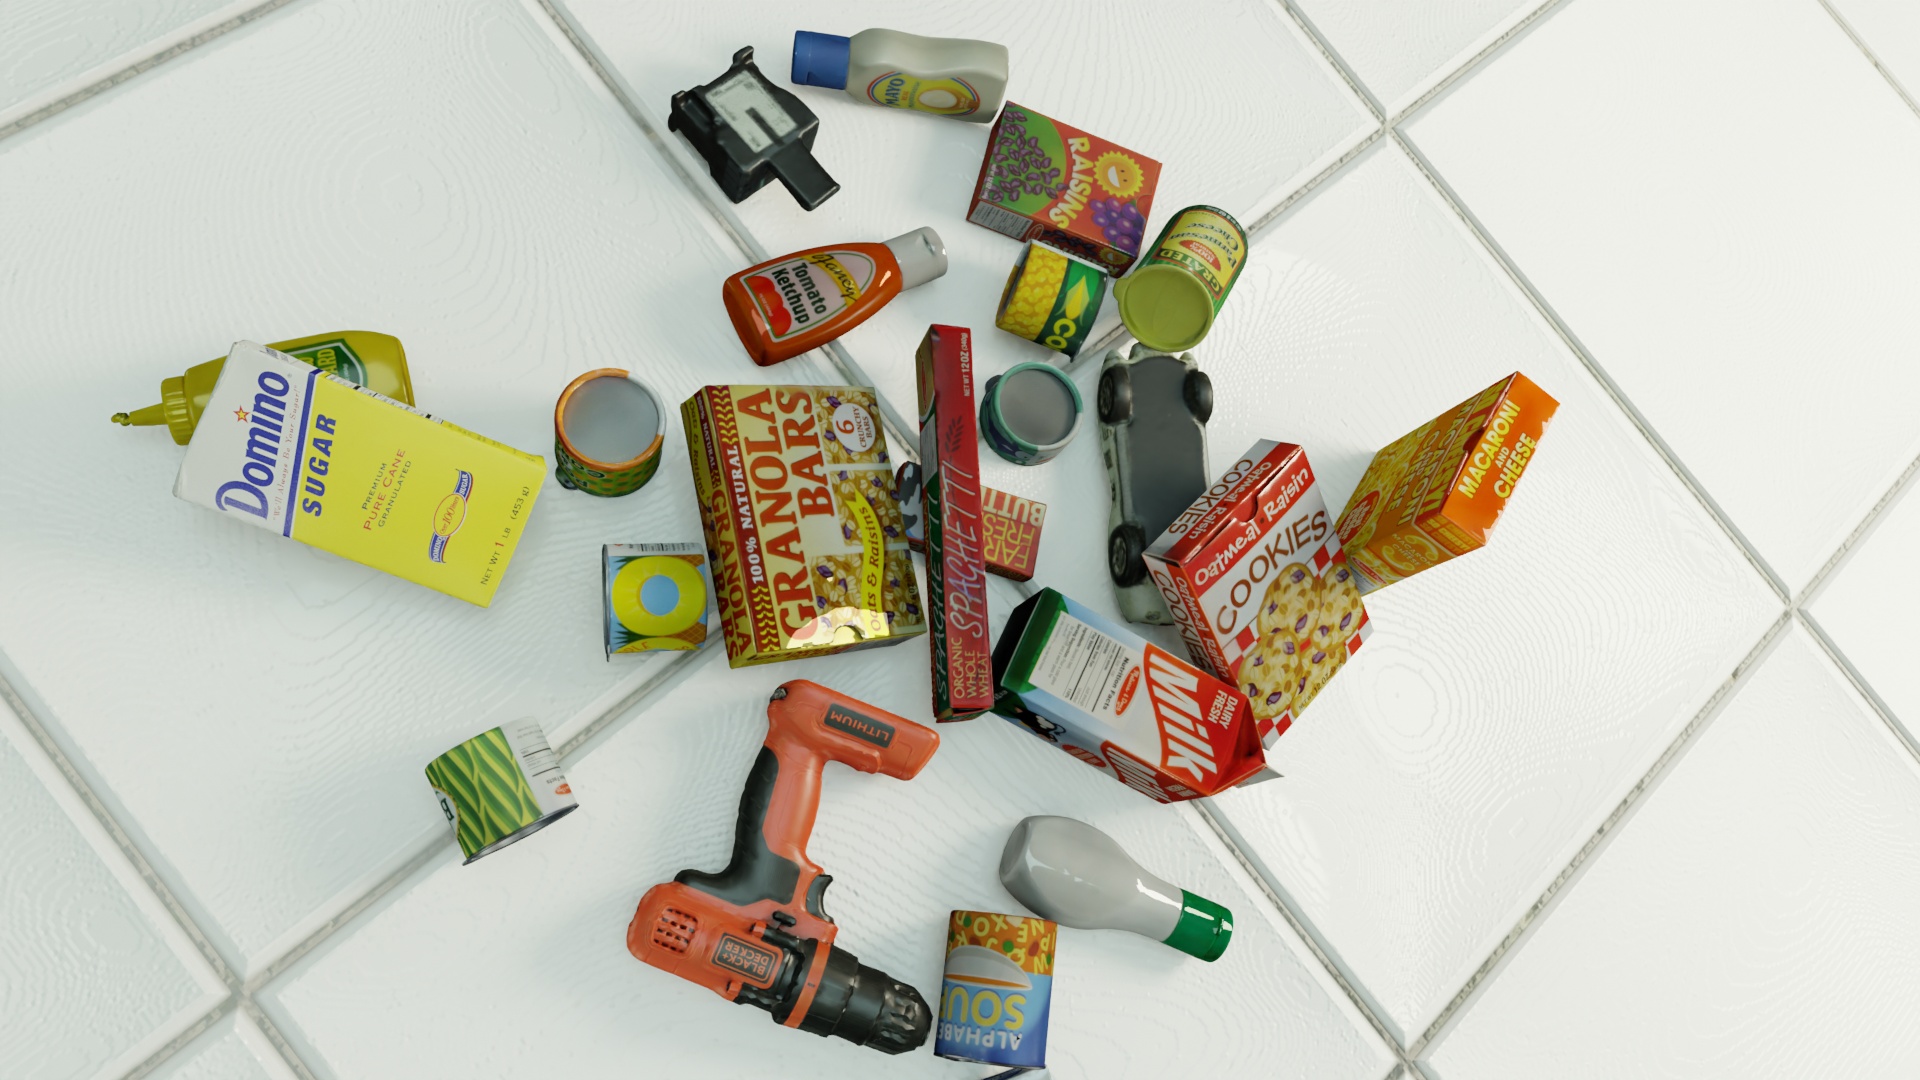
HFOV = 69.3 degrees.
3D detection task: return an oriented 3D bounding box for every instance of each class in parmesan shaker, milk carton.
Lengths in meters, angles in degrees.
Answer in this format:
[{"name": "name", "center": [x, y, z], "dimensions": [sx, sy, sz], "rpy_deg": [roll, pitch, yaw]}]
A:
[{"name": "parmesan shaker", "center": [0.155, -0.186, 0.970], "dimensions": [0.071, 0.071, 0.103], "rpy_deg": [37, 44, -3]}, {"name": "milk carton", "center": [0.112, 0.111, 0.890], "dimensions": [0.190, 0.072, 0.074], "rpy_deg": [28, 69, -6]}]

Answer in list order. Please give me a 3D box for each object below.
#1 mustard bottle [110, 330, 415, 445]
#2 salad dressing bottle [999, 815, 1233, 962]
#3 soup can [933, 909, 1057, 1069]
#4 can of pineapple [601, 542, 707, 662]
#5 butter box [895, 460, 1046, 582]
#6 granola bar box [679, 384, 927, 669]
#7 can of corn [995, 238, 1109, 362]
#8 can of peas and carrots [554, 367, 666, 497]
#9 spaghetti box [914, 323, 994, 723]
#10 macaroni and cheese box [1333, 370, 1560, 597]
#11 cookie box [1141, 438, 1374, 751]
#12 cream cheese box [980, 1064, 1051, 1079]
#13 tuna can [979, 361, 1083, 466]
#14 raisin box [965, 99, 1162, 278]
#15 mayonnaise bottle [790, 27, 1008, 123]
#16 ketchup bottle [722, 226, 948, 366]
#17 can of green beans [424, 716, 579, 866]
[{"name": "mustard bottle", "center": [-0.405, -0.081, 0.808], "dimensions": [0.161, 0.048, 0.065], "rpy_deg": [-13, 84, -19]}, {"name": "salad dressing bottle", "center": [0.099, 0.221, 0.871], "dimensions": [0.148, 0.043, 0.064], "rpy_deg": [25, 61, -9]}, {"name": "soup can", "center": [0.020, 0.265, 0.821], "dimensions": [0.071, 0.071, 0.084], "rpy_deg": [11, 72, -13]}, {"name": "can of pineapple", "center": [-0.183, 0.036, 0.830], "dimensions": [0.058, 0.070, 0.071], "rpy_deg": [-1, 76, -16]}, {"name": "butter box", "center": [0.003, -0.012, 0.918], "dimensions": [0.103, 0.024, 0.053], "rpy_deg": [17, 72, -11]}, {"name": "granola bar box", "center": [-0.095, -0.013, 0.849], "dimensions": [0.124, 0.039, 0.165], "rpy_deg": [-4, 76, -39]}, {"name": "can of corn", "center": [0.061, -0.165, 0.956], "dimensions": [0.058, 0.071, 0.071], "rpy_deg": [20, 71, -9]}, {"name": "can of peas and carrots", "center": [-0.217, -0.064, 0.852], "dimensions": [0.071, 0.058, 0.071], "rpy_deg": [4, 74, -15]}, {"name": "spaghetti box", "center": [-0.005, -0.011, 0.875], "dimensions": [0.029, 0.050, 0.250], "rpy_deg": [0, 75, -14]}, {"name": "macaroni and cheese box", "center": [0.313, -0.032, 0.936], "dimensions": [0.040, 0.166, 0.124], "rpy_deg": [37, 69, -3]}, {"name": "cookie box", "center": [0.199, 0.036, 0.908], "dimensions": [0.123, 0.040, 0.166], "rpy_deg": [-42, 122, -21]}, {"name": "cream cheese box", "center": [0.039, 0.368, 0.822], "dimensions": [0.053, 0.024, 0.104], "rpy_deg": [-13, 79, -20]}, {"name": "tuna can", "center": [0.047, -0.089, 0.948], "dimensions": [0.071, 0.032, 0.071], "rpy_deg": [4, 74, -15]}, {"name": "raisin box", "center": [0.075, -0.252, 0.999], "dimensions": [0.123, 0.040, 0.086], "rpy_deg": [19, 70, -11]}, {"name": "mayonnaise bottle", "center": [-0.044, -0.330, 0.976], "dimensions": [0.148, 0.064, 0.041], "rpy_deg": [4, 71, -11]}, {"name": "ketchup bottle", "center": [-0.080, -0.170, 0.929], "dimensions": [0.149, 0.043, 0.065], "rpy_deg": [-25, 83, -21]}, {"name": "can of green beans", "center": [-0.257, 0.139, 0.779], "dimensions": [0.071, 0.071, 0.058], "rpy_deg": [-26, 83, -21]}]
